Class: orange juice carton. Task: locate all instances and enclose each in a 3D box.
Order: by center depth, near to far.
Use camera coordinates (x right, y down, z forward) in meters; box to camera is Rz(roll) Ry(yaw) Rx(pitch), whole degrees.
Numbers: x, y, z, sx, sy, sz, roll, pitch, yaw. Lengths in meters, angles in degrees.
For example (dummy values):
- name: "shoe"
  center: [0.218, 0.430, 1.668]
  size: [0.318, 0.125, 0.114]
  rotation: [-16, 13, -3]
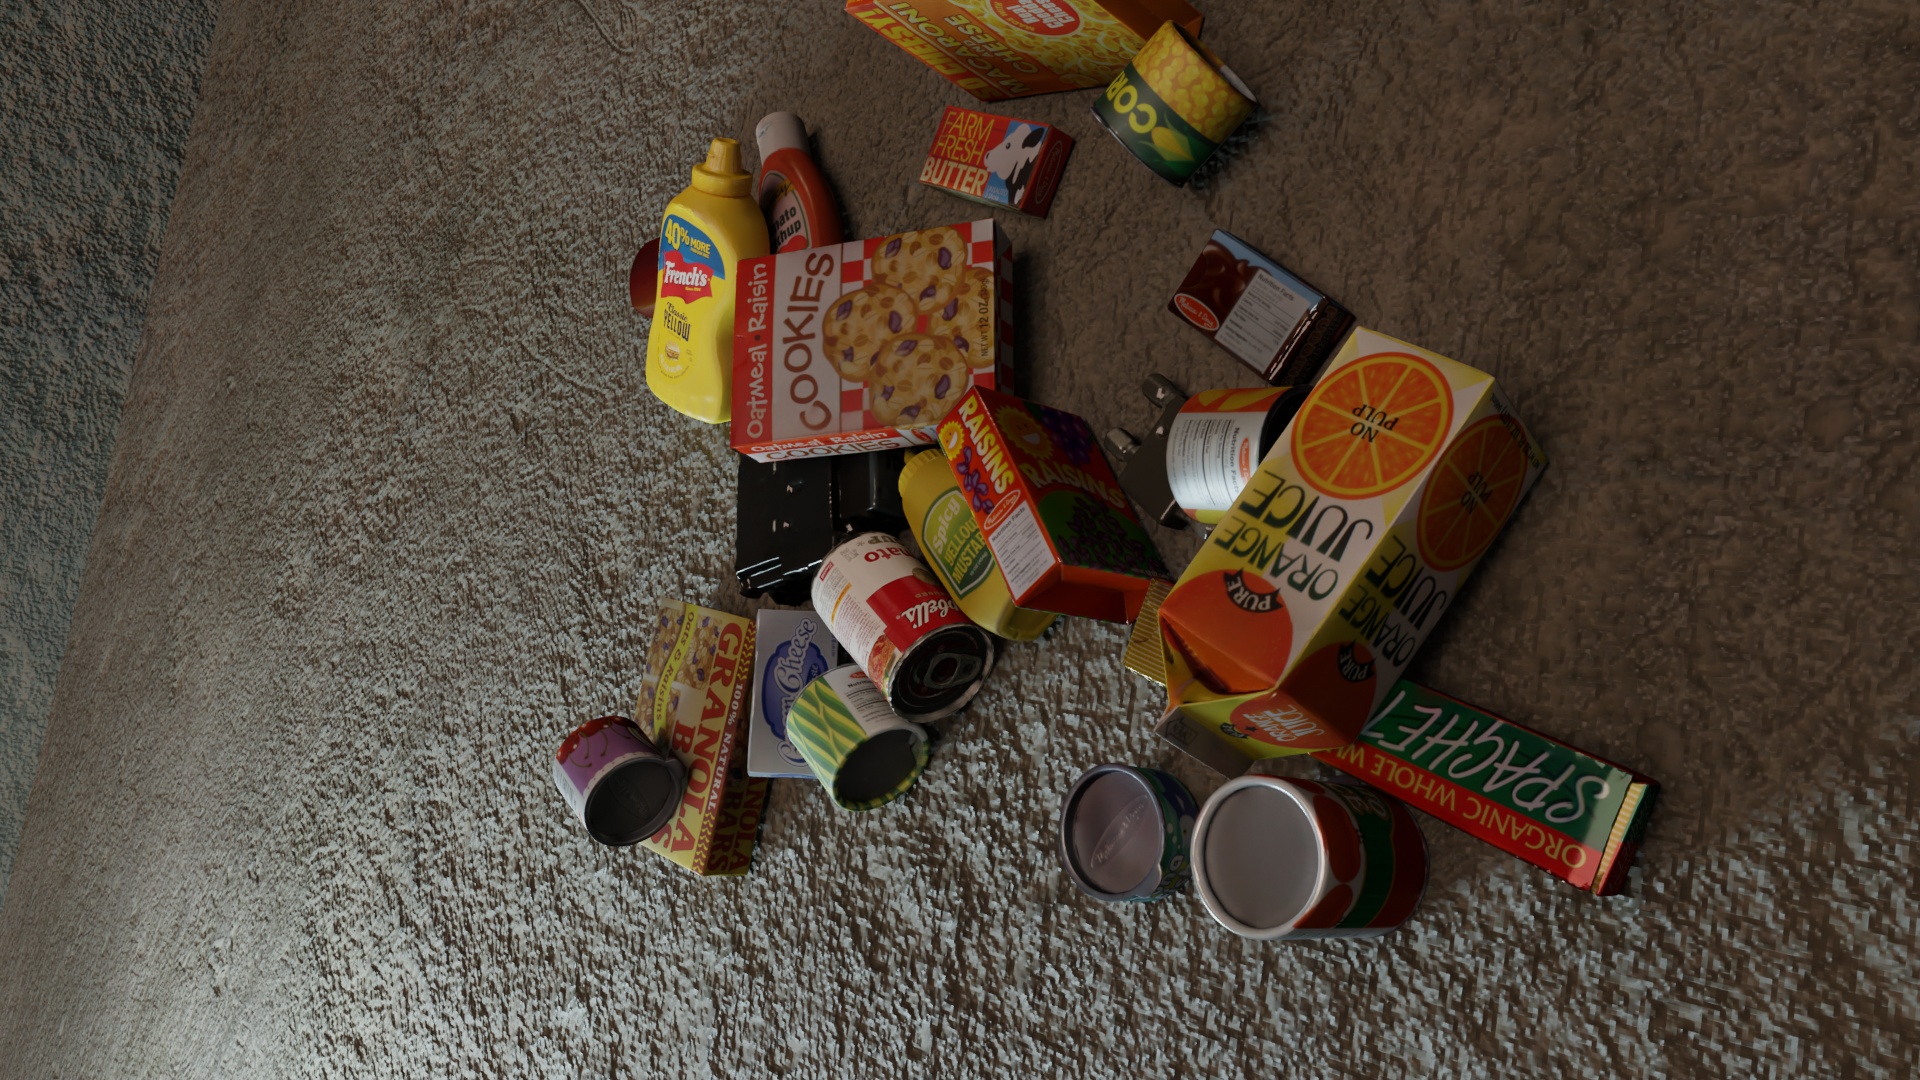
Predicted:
- name: "orange juice carton"
  center: [0.154, 0.014, 0.586]
  size: [0.192, 0.071, 0.073]
  rotation: [-55, 43, -1]

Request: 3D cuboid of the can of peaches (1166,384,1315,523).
- name: "can of peaches"
  center: [0.141, -0.039, 0.653]
  size: [0.058, 0.071, 0.071]
  rotation: [4, 82, 51]

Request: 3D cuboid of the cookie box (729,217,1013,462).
- name: "cookie box"
  center: [-0.054, -0.117, 0.827]
  size: [0.167, 0.040, 0.123]
  rotation: [-5, 75, 18]

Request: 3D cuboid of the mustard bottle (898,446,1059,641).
- name: "mustard bottle"
  center: [0.003, -0.010, 0.795]
  size: [0.065, 0.049, 0.161]
  rotation: [-56, 47, 16]

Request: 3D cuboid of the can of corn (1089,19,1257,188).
- name: "can of corn"
  center: [0.112, -0.231, 0.733]
  size: [0.058, 0.071, 0.071]
  rotation: [-46, 51, 26]

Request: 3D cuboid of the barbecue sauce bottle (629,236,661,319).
- name: "barbecue sauce bottle"
  center: [-0.193, -0.209, 1.054]
  size: [0.148, 0.043, 0.065]
  rotation: [-4, 73, 44]

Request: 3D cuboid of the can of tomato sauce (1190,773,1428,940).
- name: "can of tomato sauce"
  center: [0.147, 0.132, 0.585]
  size: [0.071, 0.083, 0.071]
  rotation: [-14, 70, 42]

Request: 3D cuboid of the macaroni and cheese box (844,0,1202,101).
- name: "macaroni and cheese box"
  center: [0.034, -0.302, 0.793]
  size: [0.166, 0.124, 0.040]
  rotation: [12, 85, 46]

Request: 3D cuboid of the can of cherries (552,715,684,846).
- name: "can of cherries"
  center: [-0.222, 0.155, 0.908]
  size: [0.058, 0.071, 0.071]
  rotation: [33, 103, 47]

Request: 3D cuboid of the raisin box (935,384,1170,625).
- name: "raisin box"
  center: [0.047, -0.018, 0.726]
  size: [0.040, 0.086, 0.124]
  rotation: [-48, 50, 32]

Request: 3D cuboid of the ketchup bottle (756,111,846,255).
- name: "ketchup bottle"
  center: [-0.117, -0.238, 0.985]
  size: [0.064, 0.043, 0.149]
  rotation: [-36, 55, 37]

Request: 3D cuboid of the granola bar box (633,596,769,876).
- name: "granola bar box"
  center: [-0.174, 0.130, 0.941]
  size: [0.124, 0.039, 0.165]
  rotation: [8, 85, 47]

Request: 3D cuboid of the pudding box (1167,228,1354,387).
- name: "pudding box"
  center: [0.148, -0.115, 0.693]
  size: [0.084, 0.030, 0.049]
  rotation: [48, 114, 42]

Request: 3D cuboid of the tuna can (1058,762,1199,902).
- name: "tuna can"
  center: [0.084, 0.145, 0.680]
  size: [0.071, 0.033, 0.071]
  rotation: [-15, 69, 42]

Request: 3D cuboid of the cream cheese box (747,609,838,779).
- name: "cream cheese box"
  center: [-0.104, 0.096, 0.869]
  size: [0.024, 0.053, 0.104]
  rotation: [112, 160, -74]

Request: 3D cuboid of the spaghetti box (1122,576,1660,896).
- name: "spaghetti box"
  center: [0.175, 0.078, 0.611]
  size: [0.250, 0.029, 0.050]
  rotation: [24, 96, 46]

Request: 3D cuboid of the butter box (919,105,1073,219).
- name: "butter box"
  center: [0.020, -0.235, 0.860]
  size: [0.103, 0.024, 0.053]
  rotation: [29, 100, 46]

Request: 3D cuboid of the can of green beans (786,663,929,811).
- name: "can of green beans"
  center: [-0.059, 0.115, 0.810]
  size: [0.058, 0.071, 0.071]
  rotation: [46, 111, 42]
